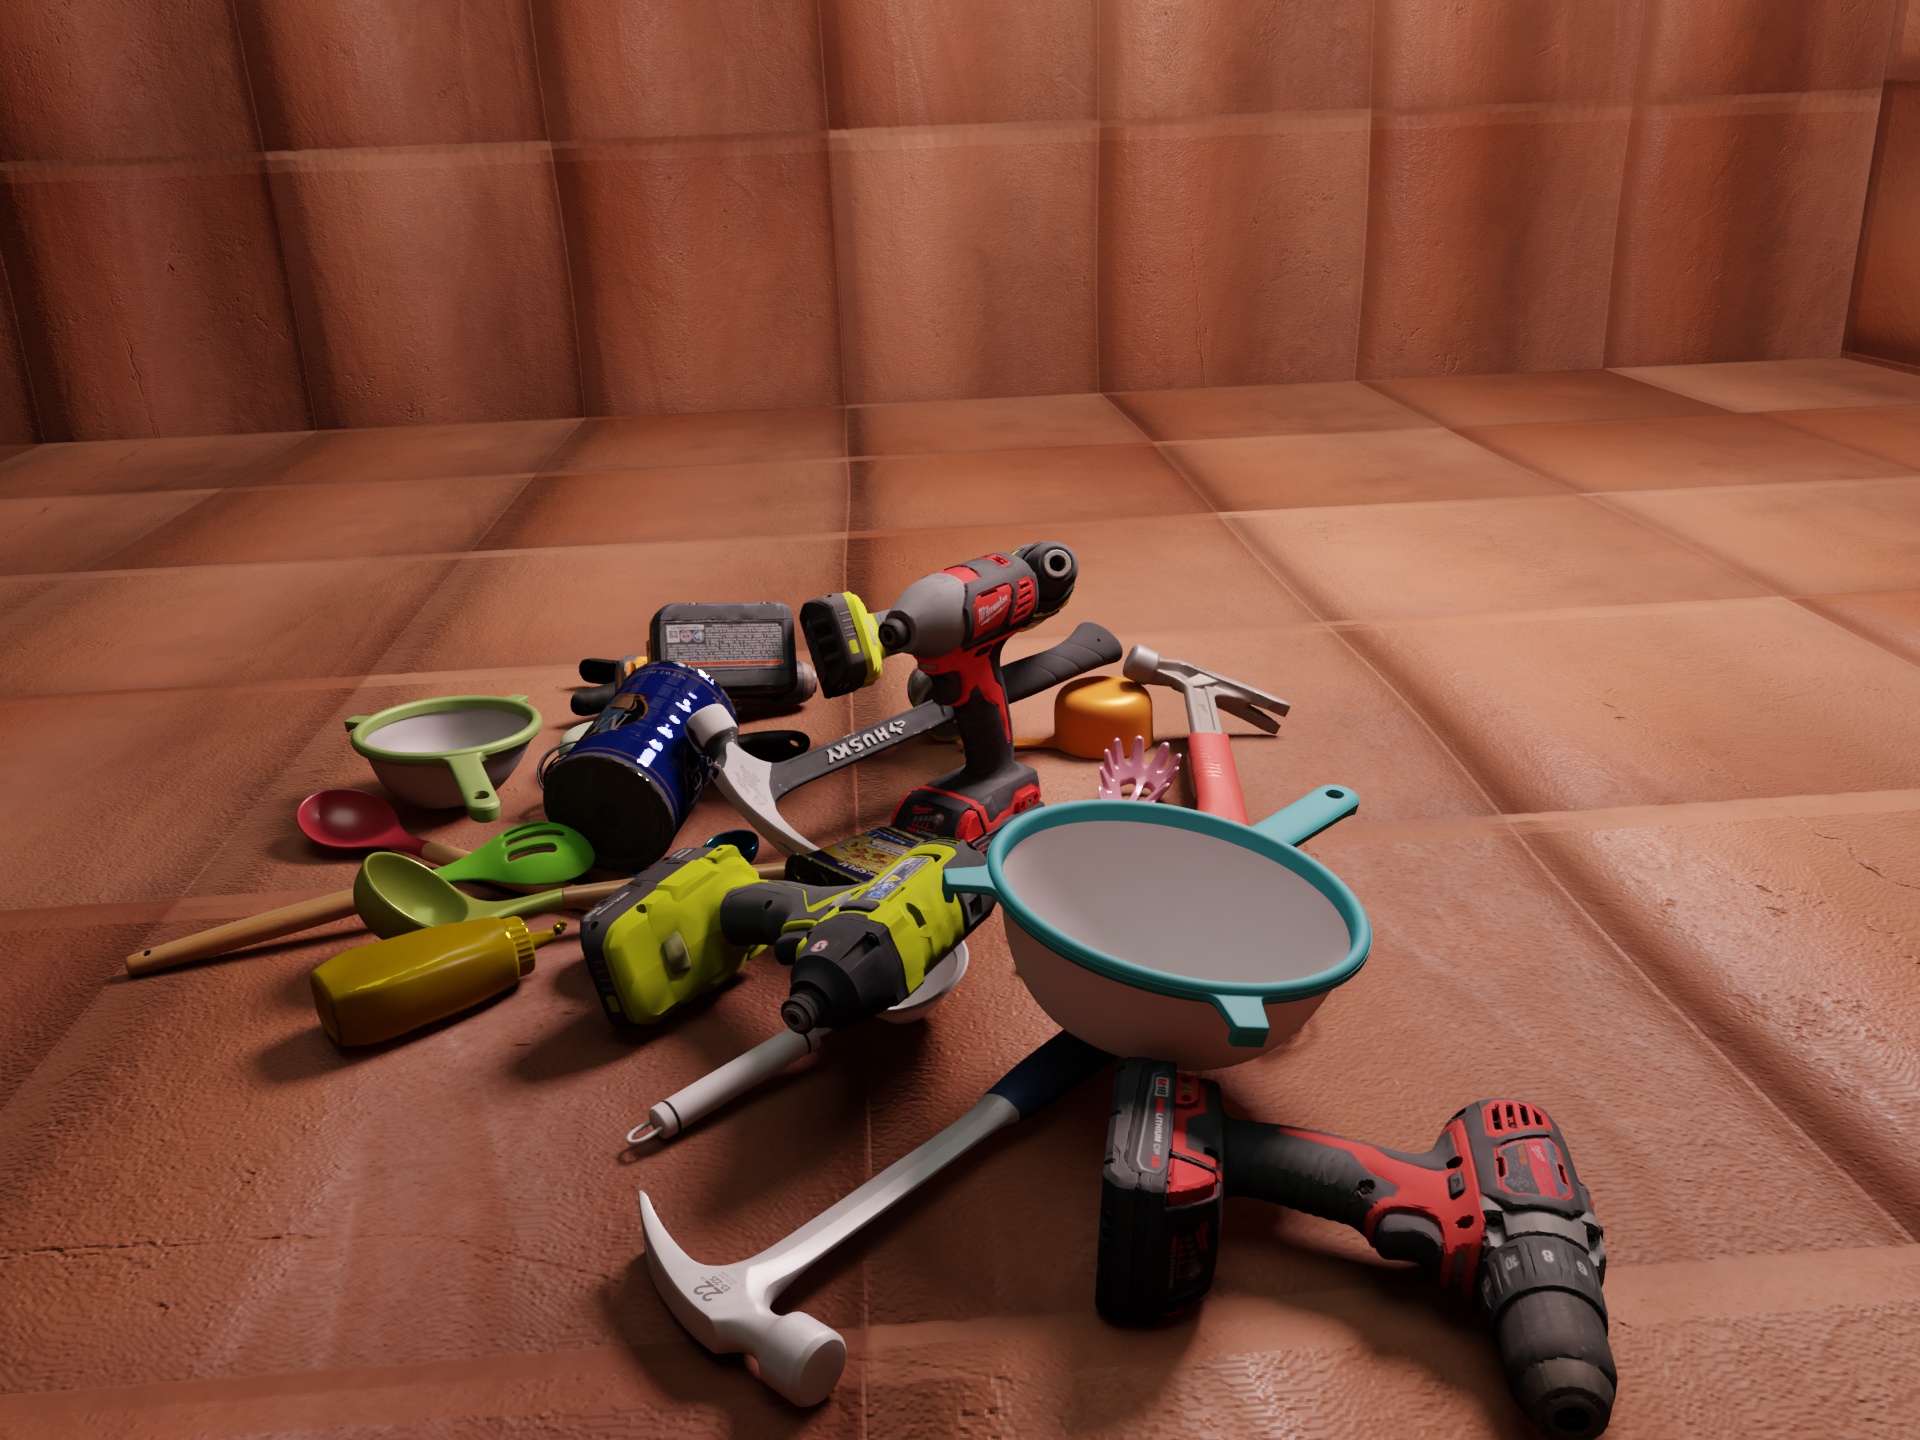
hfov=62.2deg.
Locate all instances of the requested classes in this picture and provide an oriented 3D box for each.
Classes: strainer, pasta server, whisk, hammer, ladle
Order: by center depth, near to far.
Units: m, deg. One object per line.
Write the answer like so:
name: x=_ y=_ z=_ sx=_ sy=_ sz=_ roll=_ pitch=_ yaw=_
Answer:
hammer: x=0.010 y=0.211 z=0.857 sx=0.144 sy=0.035 sz=0.405 roll=16 pitch=27 yaw=39
strainer: x=0.149 y=0.117 z=0.930 sx=0.211 sy=0.095 sz=0.340 roll=23 pitch=24 yaw=30
strainer: x=-0.085 y=0.183 z=0.935 sx=0.258 sy=0.050 sz=0.087 roll=-26 pitch=29 yaw=-35
ladle: x=-0.247 y=0.109 z=1.094 sx=0.320 sy=0.062 sz=0.078 roll=-5 pitch=25 yaw=-14
pasta server: x=0.099 y=0.090 z=1.161 sx=0.060 sy=0.040 sz=0.316 roll=14 pitch=26 yaw=16
ladle: x=-0.380 y=0.102 z=1.193 sx=0.315 sy=0.031 sz=0.069 roll=12 pitch=32 yaw=29
hammer: x=0.203 y=0.032 z=1.230 sx=0.149 sy=0.036 sz=0.359 roll=22 pitch=21 yaw=-4
strainer: x=-0.399 y=0.050 z=1.272 sx=0.151 sy=0.069 sz=0.257 roll=-9 pitch=23 yaw=-24
hammer: x=-0.015 y=-0.003 z=1.278 sx=0.409 sy=0.036 sz=0.149 roll=-23 pitch=70 yaw=-37
whisk: x=-0.236 y=0.034 z=1.335 sx=0.239 sy=0.055 sz=0.055 roll=-8 pitch=21 yaw=-27

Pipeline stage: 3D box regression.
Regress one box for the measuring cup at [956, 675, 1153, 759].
measuring cup: x=0.083 y=-0.004 z=1.384 sx=0.173 sy=0.052 sz=0.095 roll=-2 pitch=21 yaw=-5

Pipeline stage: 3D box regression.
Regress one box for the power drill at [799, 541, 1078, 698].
power drill: x=-0.013 y=-0.092 z=1.336 sx=0.228 sy=0.080 sz=0.190 roll=-18 pitch=-2 yaw=-9

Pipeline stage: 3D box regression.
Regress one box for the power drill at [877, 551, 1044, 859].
power drill: x=-0.002 y=-0.004 z=1.159 sx=0.079 sy=0.219 sz=0.143 roll=14 pitch=26 yaw=37

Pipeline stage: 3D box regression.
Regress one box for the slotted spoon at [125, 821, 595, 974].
slotted spoon: x=-0.413 y=0.124 z=1.109 sx=0.313 sy=0.031 sz=0.070 roll=-16 pitch=37 yaw=-17

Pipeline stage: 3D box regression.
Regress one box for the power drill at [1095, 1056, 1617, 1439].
power drill: x=0.177 y=0.237 z=0.724 sx=0.227 sy=0.080 sz=0.188 roll=4 pitch=22 yaw=8

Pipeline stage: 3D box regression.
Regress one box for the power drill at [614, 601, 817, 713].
power drill: x=-0.200 y=-0.044 z=1.396 sx=0.185 sy=0.084 sz=0.226 roll=-2 pitch=-8 yaw=-19

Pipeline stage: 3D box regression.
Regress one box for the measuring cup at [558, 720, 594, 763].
measuring cup: x=-0.274 y=0.012 z=1.396 sx=0.167 sy=0.038 sz=0.083 roll=-21 pitch=28 yaw=-36

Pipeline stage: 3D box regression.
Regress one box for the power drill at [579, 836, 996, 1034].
power drill: x=-0.111 y=0.130 z=0.945 sx=0.223 sy=0.080 sz=0.171 roll=-5 pitch=19 yaw=35

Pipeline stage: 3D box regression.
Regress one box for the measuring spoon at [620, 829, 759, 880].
measuring spoon: x=-0.206 y=0.114 z=1.166 sx=0.128 sy=0.021 sz=0.042 roll=-21 pitch=28 yaw=-21
